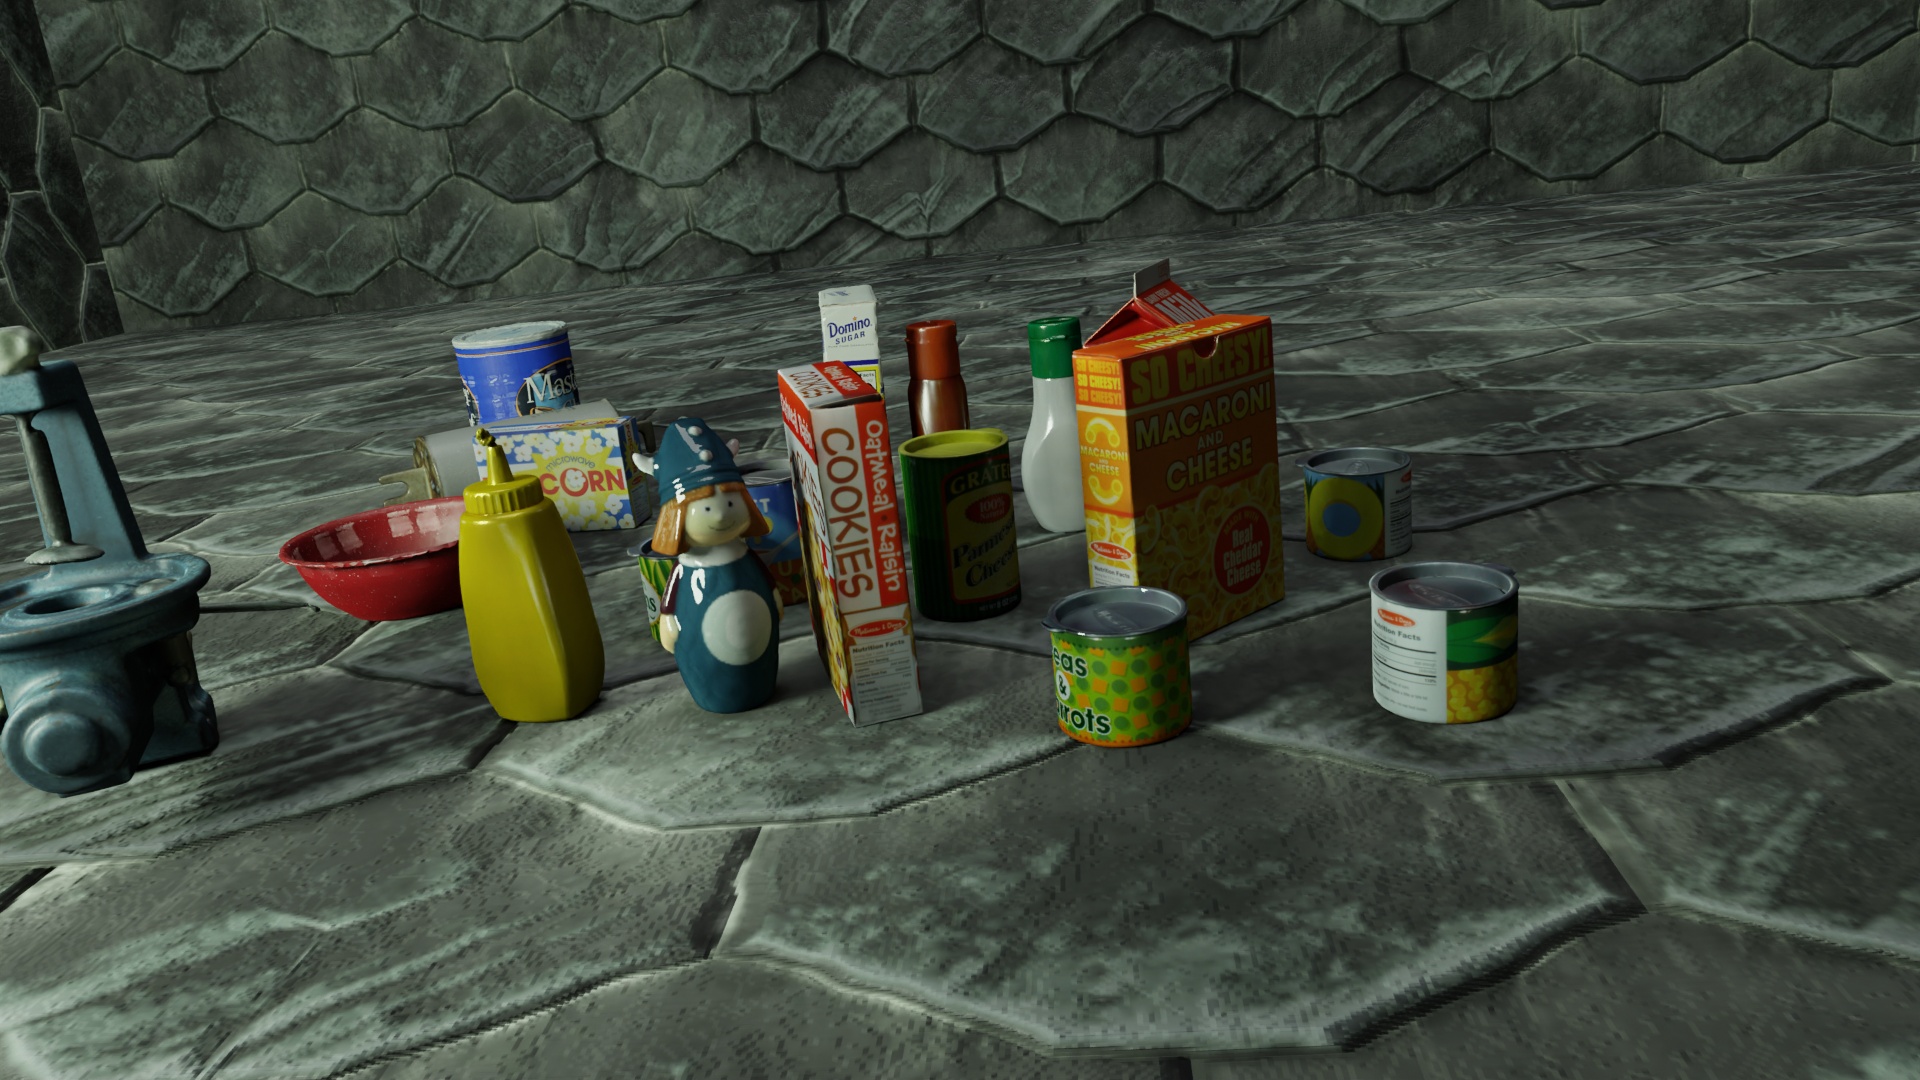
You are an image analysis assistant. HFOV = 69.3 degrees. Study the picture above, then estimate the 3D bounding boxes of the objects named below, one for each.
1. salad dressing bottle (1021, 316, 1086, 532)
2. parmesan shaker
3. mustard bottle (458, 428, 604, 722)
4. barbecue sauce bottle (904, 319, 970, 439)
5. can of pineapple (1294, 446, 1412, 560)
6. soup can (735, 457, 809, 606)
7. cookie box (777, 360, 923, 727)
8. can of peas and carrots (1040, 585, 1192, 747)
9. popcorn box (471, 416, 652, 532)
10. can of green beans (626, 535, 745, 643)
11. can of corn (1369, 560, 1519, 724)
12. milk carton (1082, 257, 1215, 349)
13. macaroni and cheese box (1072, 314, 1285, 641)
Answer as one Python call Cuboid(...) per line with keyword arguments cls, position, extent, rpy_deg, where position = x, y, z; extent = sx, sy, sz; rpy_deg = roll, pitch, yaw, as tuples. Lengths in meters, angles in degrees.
Cuboid(cls="salad dressing bottle", position=(0.072, -0.082, 0.973), extent=(0.064, 0.147, 0.044), rpy_deg=(-7, 17, -2))
Cuboid(cls="parmesan shaker", position=(0.003, -0.011, 0.843), extent=(0.071, 0.102, 0.071), rpy_deg=(-6, 17, 2))
Cuboid(cls="mustard bottle", position=(-0.233, 0.017, 0.740), extent=(0.065, 0.159, 0.049), rpy_deg=(-1, 18, 18))
Cuboid(cls="barbecue sauce bottle", position=(-0.014, -0.084, 1.010), extent=(0.044, 0.148, 0.065), rpy_deg=(-9, 17, -8))
Cuboid(cls="can of pineapple", position=(0.250, -0.024, 0.879), extent=(0.071, 0.057, 0.071), rpy_deg=(-6, 17, 2))
Cuboid(cls="soup can", position=(-0.124, -0.005, 0.902), extent=(0.071, 0.083, 0.071), rpy_deg=(-6, 17, 2))
Cuboid(cls="cookie box", position=(-0.059, -0.004, 0.734), extent=(0.040, 0.166, 0.123), rpy_deg=(-10, 17, -12))
Cuboid(cls="can of peas and carrots", position=(0.075, 0.060, 0.666), extent=(0.071, 0.058, 0.071), rpy_deg=(-6, 17, 2))
Cuboid(cls="popcorn box", position=(-0.320, -0.051, 1.116), extent=(0.127, 0.085, 0.038), rpy_deg=(-3, 17, 10))
Cuboid(cls="can of green beans", position=(-0.162, 0.027, 0.856), extent=(0.071, 0.057, 0.071), rpy_deg=(-6, 17, 2))
Cuboid(cls="can of corn", position=(0.231, 0.047, 0.657), extent=(0.071, 0.058, 0.071), rpy_deg=(-6, 17, 2))
Cuboid(cls="milk carton", position=(0.125, -0.076, 0.866), extent=(0.073, 0.190, 0.072), rpy_deg=(2, 18, 25))
Cuboid(cls="macaroni and cheese box", position=(0.124, -0.032, 0.763), extent=(0.124, 0.166, 0.040), rpy_deg=(-19, 21, -37))
